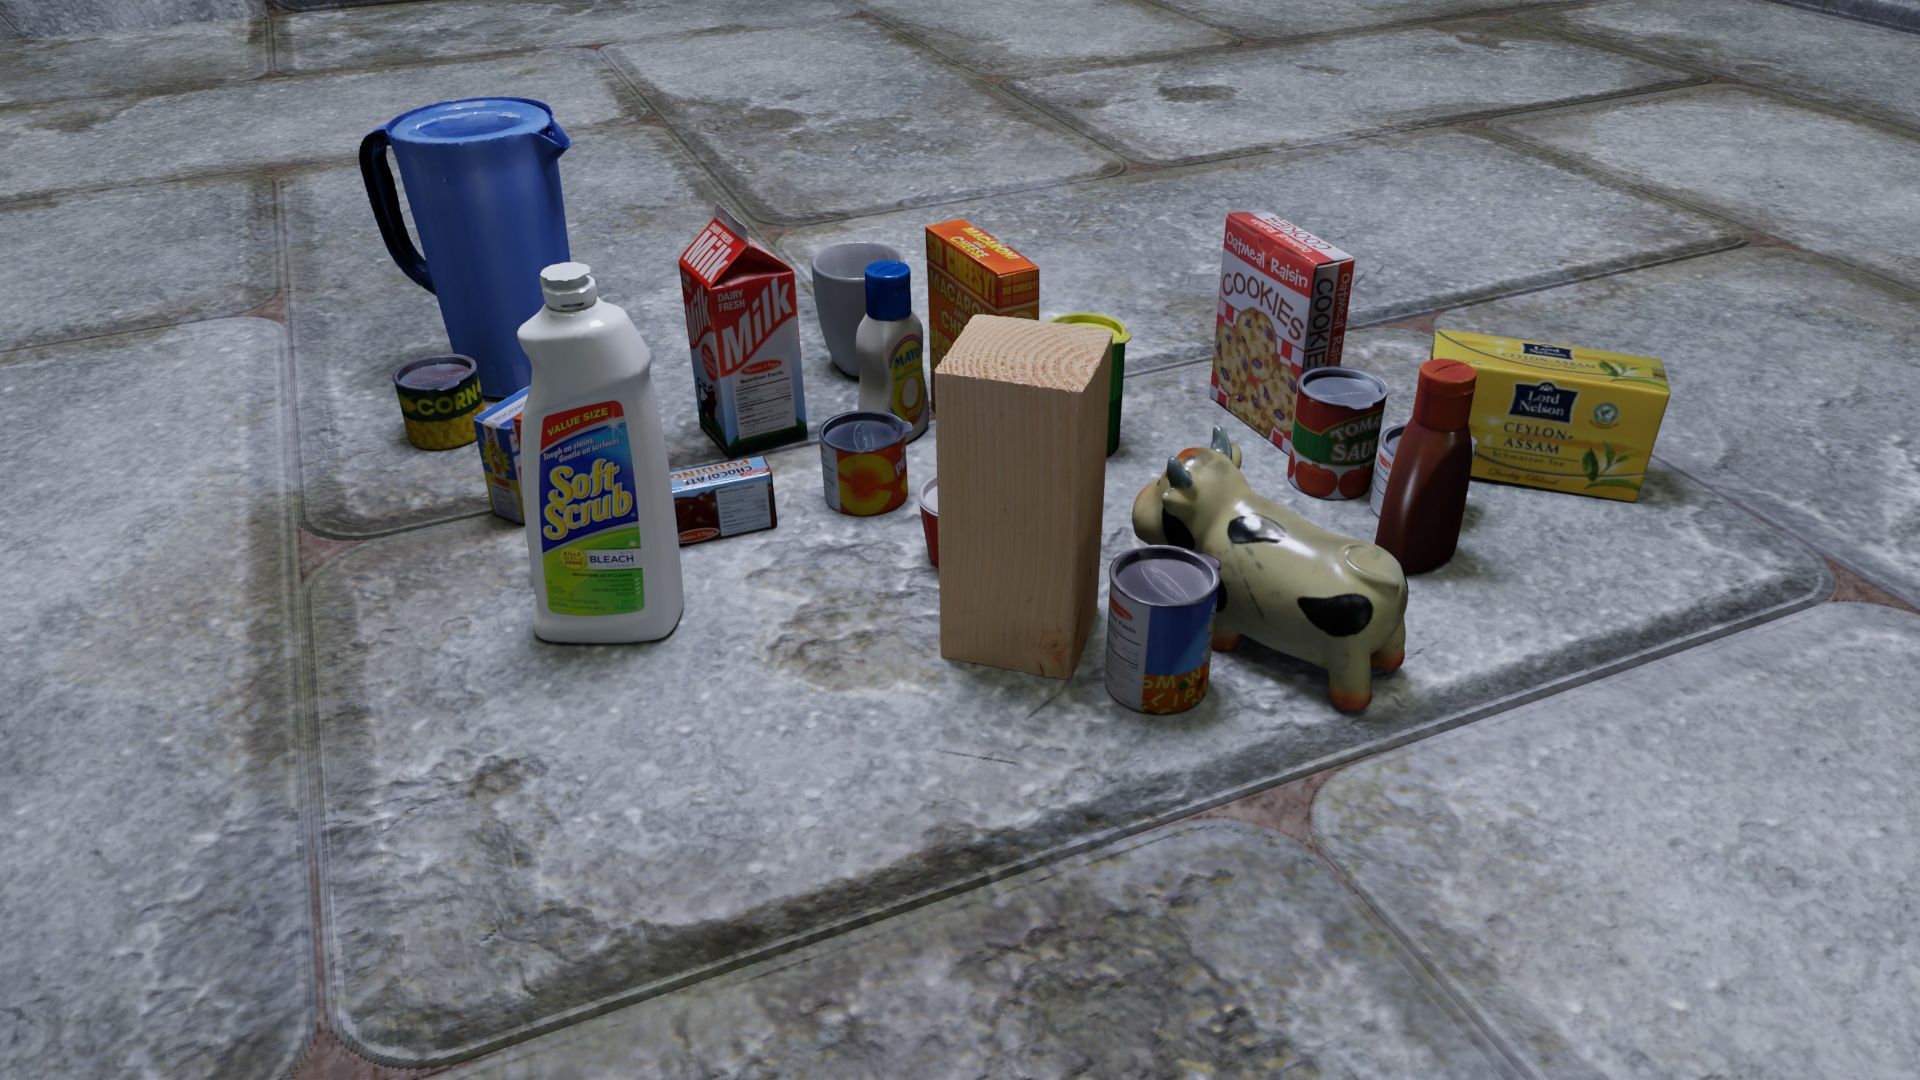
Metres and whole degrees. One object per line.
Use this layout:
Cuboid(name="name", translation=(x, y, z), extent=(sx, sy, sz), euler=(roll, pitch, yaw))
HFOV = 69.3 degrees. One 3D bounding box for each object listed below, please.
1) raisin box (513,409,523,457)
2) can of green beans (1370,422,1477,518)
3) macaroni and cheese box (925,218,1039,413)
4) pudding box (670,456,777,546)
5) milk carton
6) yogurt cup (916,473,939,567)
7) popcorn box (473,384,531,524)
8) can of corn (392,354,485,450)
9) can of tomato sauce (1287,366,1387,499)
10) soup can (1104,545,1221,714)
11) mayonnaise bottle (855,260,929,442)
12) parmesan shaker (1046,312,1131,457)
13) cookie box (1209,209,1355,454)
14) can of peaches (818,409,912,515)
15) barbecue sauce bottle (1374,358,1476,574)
Cuboid(name="raisin box", translation=(-0.255, -0.035, 0.969), extent=(0.086, 0.122, 0.040), euler=(6, 33, 11))
Cuboid(name="can of green beans", translation=(0.343, -0.047, 1.036), extent=(0.071, 0.057, 0.071), euler=(-1, 32, 0))
Cuboid(name="macaroni and cheese box", translation=(0.018, -0.160, 1.119), extent=(0.040, 0.165, 0.124), euler=(-17, 36, -23))
Cuboid(name="pudding box", translation=(-0.181, -0.029, 1.026), extent=(0.084, 0.049, 0.030), euler=(-12, 34, -17))
Cuboid(name="milk carton", translation=(-0.176, -0.171, 1.119), extent=(0.074, 0.189, 0.072), euler=(-17, 36, -24))
Cuboid(name="yogurt cup", translation=(0.004, -0.012, 0.992), extent=(0.072, 0.053, 0.073), euler=(-1, 32, 0))
Cuboid(name="popcorn box", translation=(-0.313, -0.080, 1.076), extent=(0.038, 0.084, 0.127), euler=(15, 36, 24))
Cuboid(name="can of corn", translation=(-0.431, -0.114, 1.158), extent=(0.071, 0.058, 0.071), euler=(-1, 32, 0))
Cuboid(name="can of tomato sauce", translation=(0.290, -0.082, 1.067), extent=(0.071, 0.082, 0.071), euler=(-1, 32, 0))
Cuboid(name="soup can", translation=(0.126, 0.054, 0.857), extent=(0.071, 0.083, 0.072), euler=(-1, 32, 0))
Cuboid(name="mayonnaise bottle", translation=(-0.056, -0.150, 1.122), extent=(0.041, 0.147, 0.065), euler=(24, 40, 33))
Cuboid(name="parmesan shaker", translation=(0.100, -0.122, 1.116), extent=(0.071, 0.102, 0.072), euler=(-1, 32, 0))
Cuboid(name="cookie box", translation=(0.257, -0.169, 1.127), extent=(0.040, 0.166, 0.123), euler=(-14, 35, -20))
Cuboid(name="can of peaches", translation=(-0.071, -0.060, 1.064), extent=(0.071, 0.057, 0.071), euler=(-1, 32, 0))
Cuboid(name="barbecue sauce bottle", translation=(0.325, -0.051, 0.958), extent=(0.065, 0.147, 0.044), euler=(-20, 37, -27))
